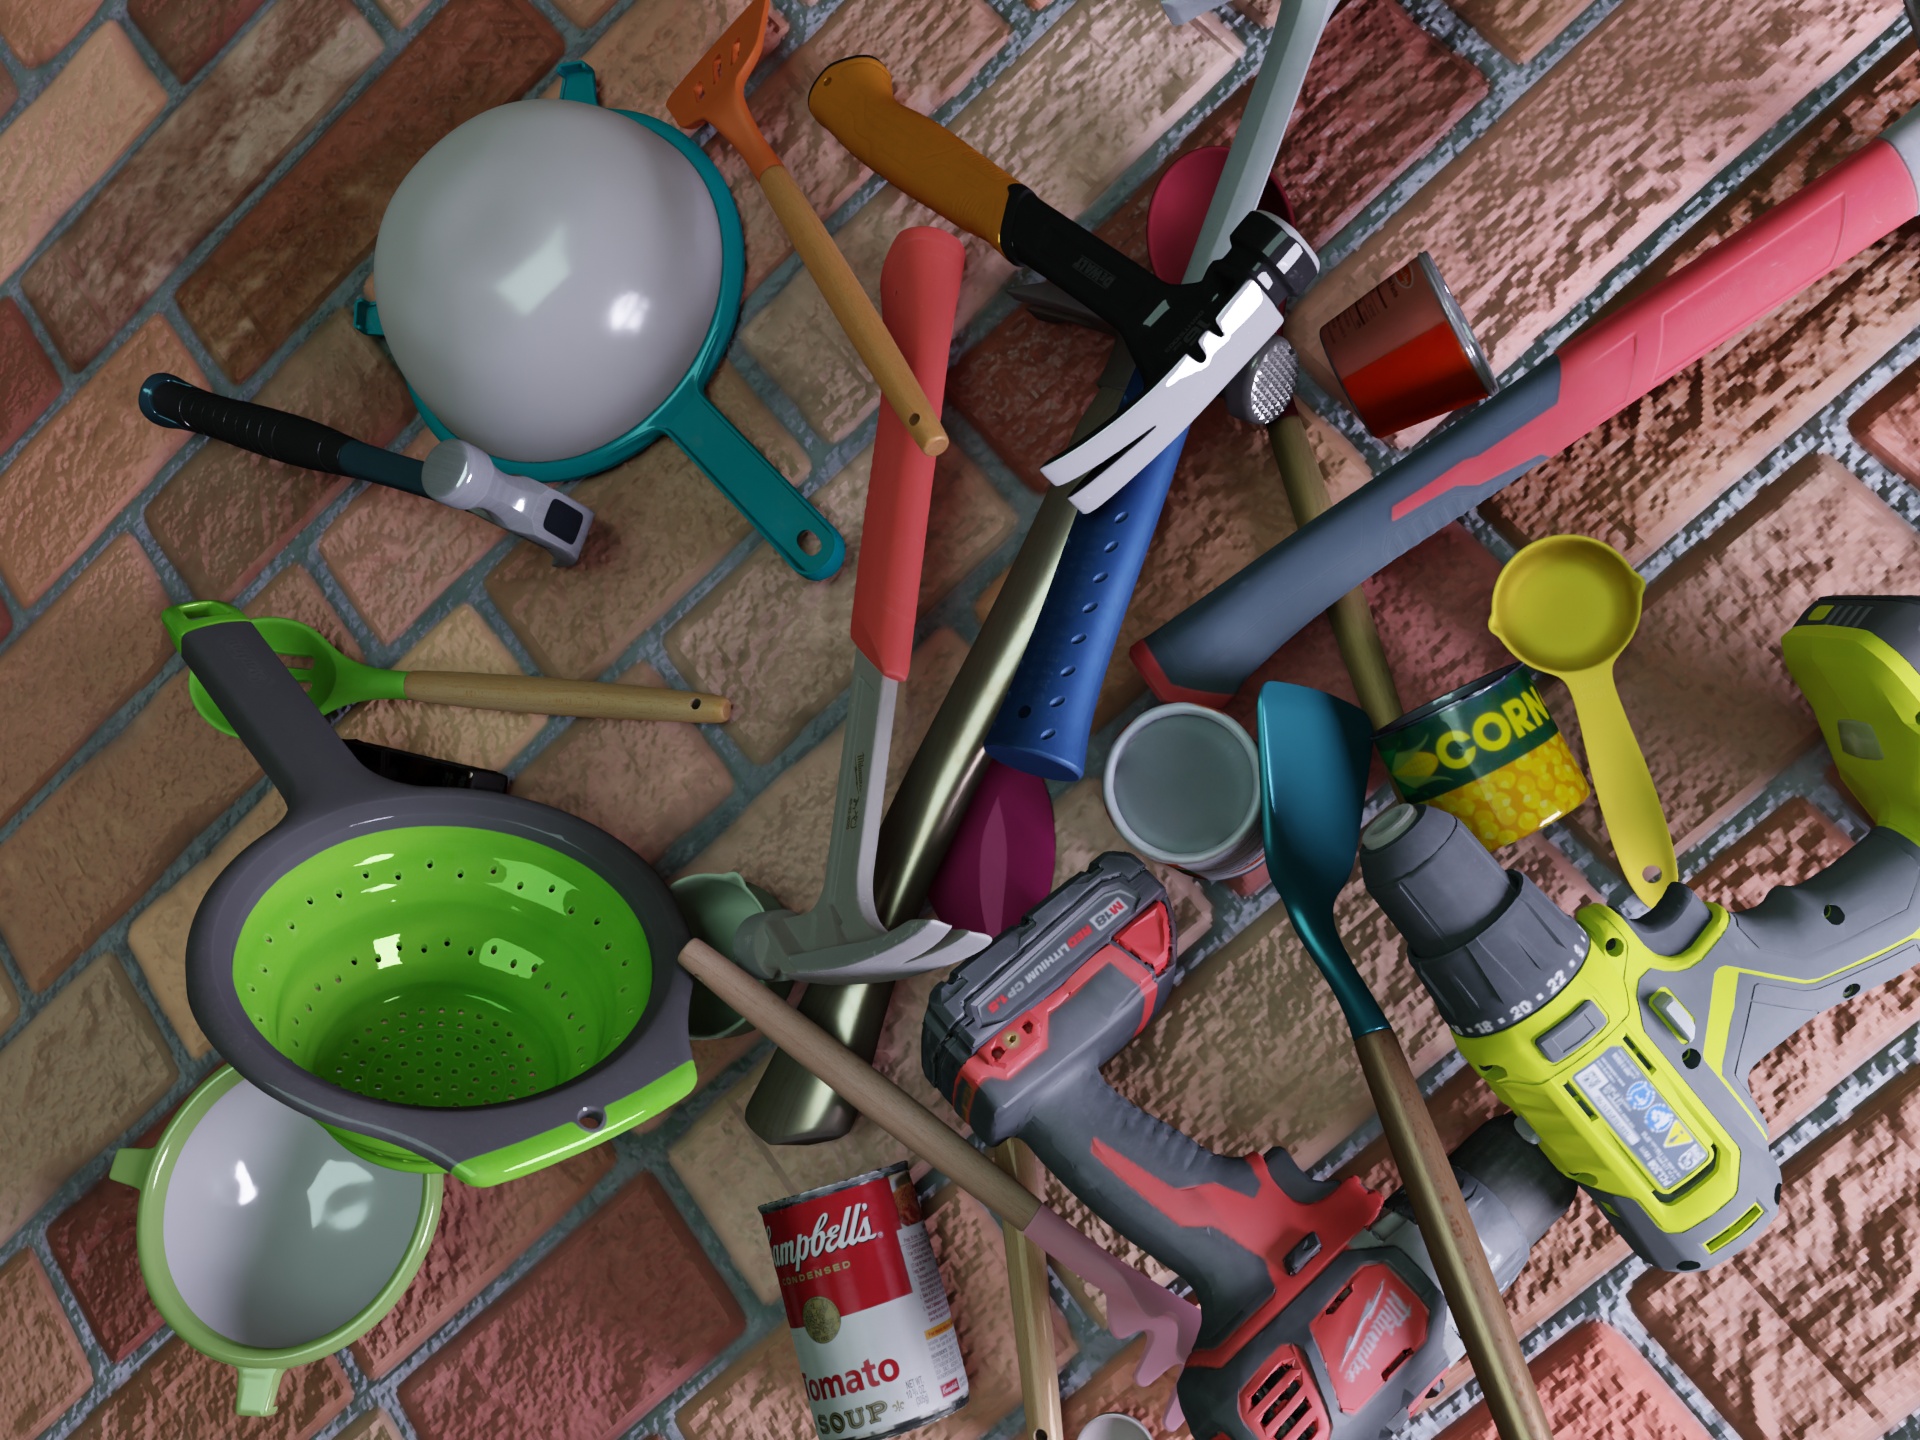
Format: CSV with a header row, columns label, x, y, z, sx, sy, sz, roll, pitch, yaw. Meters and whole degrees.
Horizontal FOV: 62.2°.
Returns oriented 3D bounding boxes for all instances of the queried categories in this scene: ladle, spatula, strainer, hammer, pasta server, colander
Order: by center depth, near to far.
label,x,y,z,sx,sy,sz,roll,pitch,yaw
spatula,0.167,0.135,0.577,0.044,0.082,0.318,-35,57,34
hammer,0.226,-0.135,0.626,0.386,0.143,0.038,-34,27,10
pasta server,0.004,0.195,0.659,0.316,0.060,0.040,36,58,9
hammer,0.092,-0.168,0.661,0.144,0.035,0.406,12,74,33
hammer,0.009,-0.219,0.699,0.127,0.034,0.337,-47,47,8
ladle,0.151,-0.109,0.701,0.069,0.031,0.315,-23,76,29
hammer,-0.027,-0.064,0.704,0.149,0.036,0.359,-18,59,50
hammer,-0.001,-0.002,0.717,0.146,0.038,0.410,27,91,35
colander,-0.278,0.081,0.737,0.397,0.204,0.094,41,130,31
spatula,-0.074,-0.240,0.760,0.081,0.041,0.323,-40,60,21
strainer,-0.271,0.201,0.780,0.256,0.069,0.152,-39,68,-9
strainer,-0.183,-0.193,0.794,0.211,0.095,0.341,-46,68,6
hammer,-0.324,-0.140,0.833,0.331,0.128,0.033,19,86,30

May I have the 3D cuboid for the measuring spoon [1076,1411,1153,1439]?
label,x,y,z,sx,sy,sz,roll,pitch,yaw
measuring spoon,0.095,0.336,0.651,0.034,0.018,0.124,-44,77,7

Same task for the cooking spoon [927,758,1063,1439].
label,x,y,z,sx,sy,sz,roll,pitch,yaw
cooking spoon,0.020,0.157,0.700,0.069,0.017,0.319,-11,74,17

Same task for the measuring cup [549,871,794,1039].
label,x,y,z,sx,sy,sz,roll,pitch,yaw
measuring cup,-0.149,0.096,0.765,0.168,0.038,0.083,22,89,27

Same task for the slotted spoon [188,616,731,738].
label,x,y,z,sx,sy,sz,roll,pitch,yaw
slotted spoon,-0.263,-0.014,0.827,0.314,0.031,0.070,4,76,18

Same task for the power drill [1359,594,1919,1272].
label,x,y,z,sx,sy,sz,roll,pitch,yaw
power drill,0.275,0.058,0.569,0.228,0.080,0.190,-39,93,3

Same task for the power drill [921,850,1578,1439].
label,x,y,z,sx,sy,sz,roll,pitch,yaw
power drill,0.113,0.159,0.623,0.188,0.080,0.227,-35,66,-20

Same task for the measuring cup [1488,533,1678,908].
label,x,y,z,sx,sy,sz,roll,pitch,yaw
measuring cup,0.261,0.001,0.650,0.062,0.029,0.156,-17,87,16
